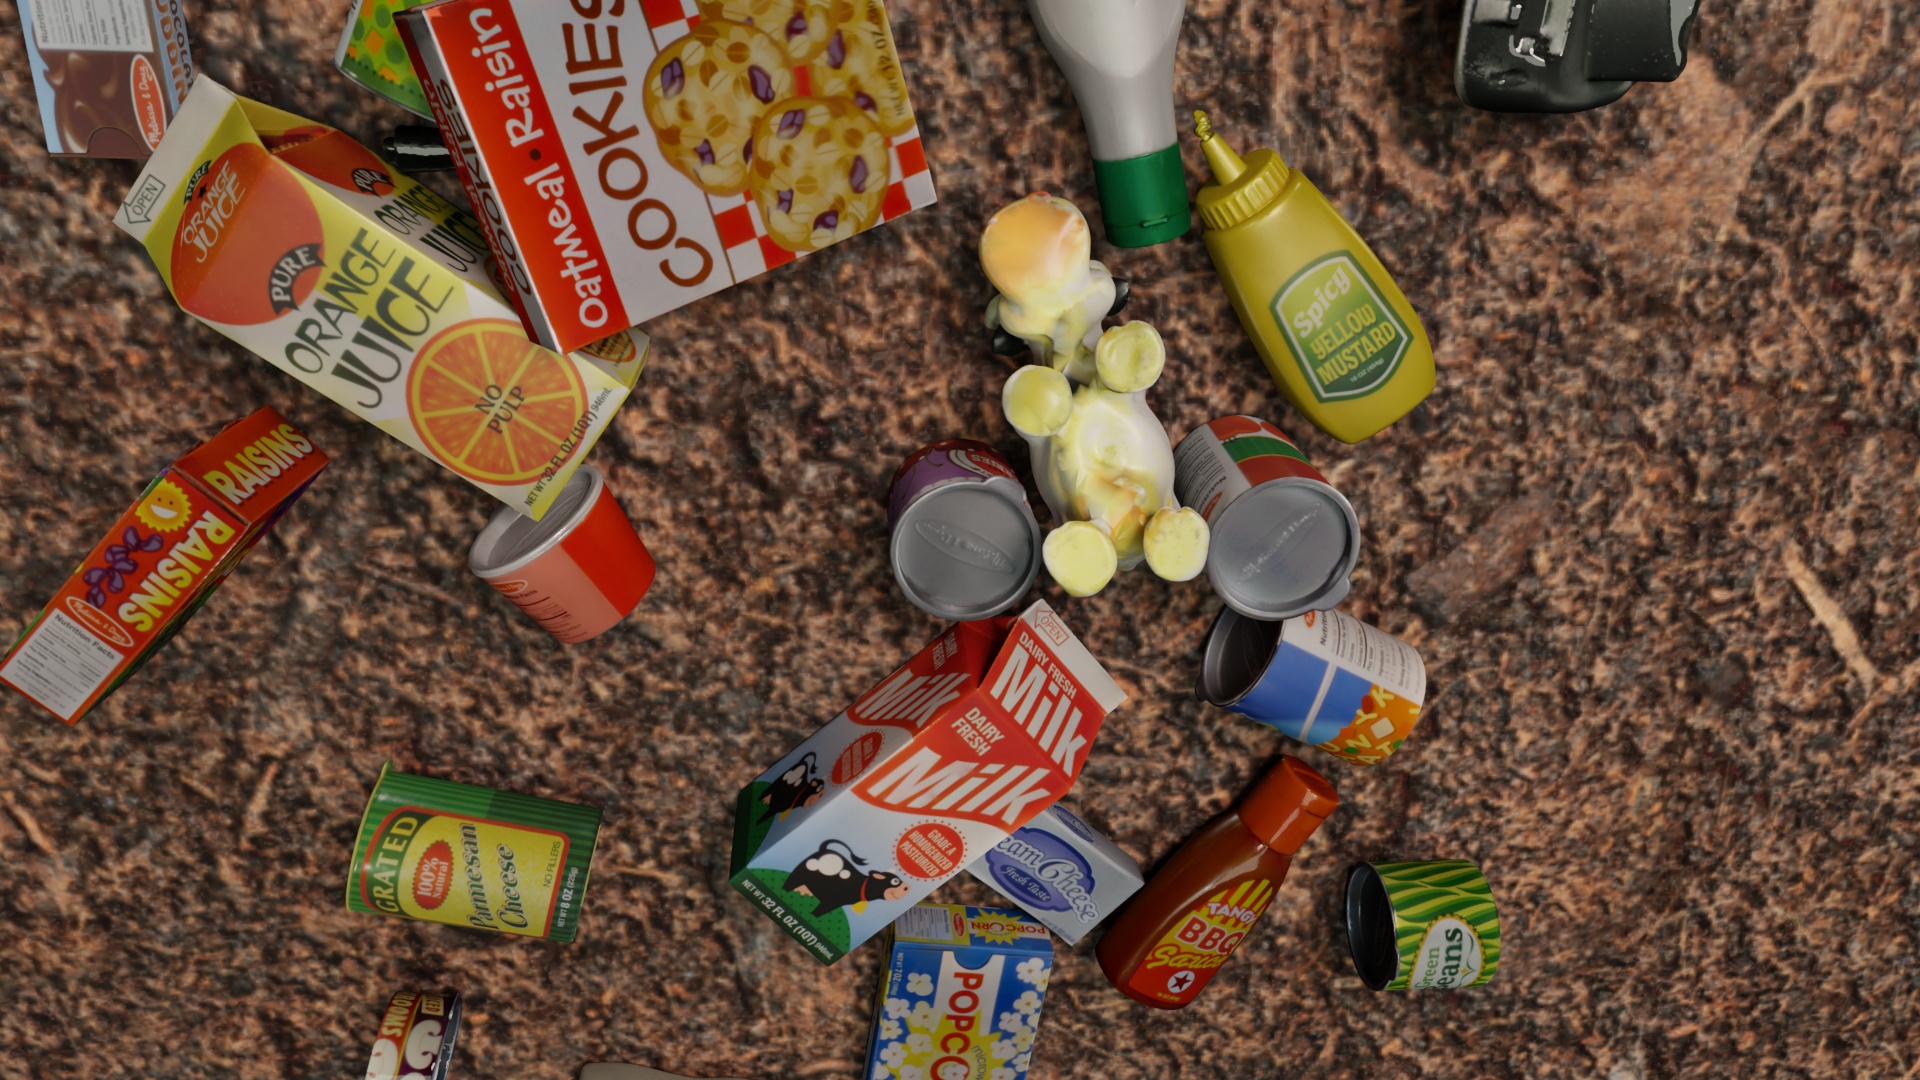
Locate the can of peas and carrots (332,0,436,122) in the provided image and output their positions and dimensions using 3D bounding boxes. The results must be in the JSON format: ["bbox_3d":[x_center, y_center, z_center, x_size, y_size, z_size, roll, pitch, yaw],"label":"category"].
[{"bbox_3d":[-0.188,-0.190,0.518,0.071,0.071,0.058,23,109,-15],"label":"can of peas and carrots"}]

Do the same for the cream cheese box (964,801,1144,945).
[{"bbox_3d":[0.040,0.162,0.717,0.103,0.024,0.053,39,104,-20],"label":"cream cheese box"}]

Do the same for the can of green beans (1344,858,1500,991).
[{"bbox_3d":[0.243,0.202,0.733,0.058,0.071,0.071,0,114,-6],"label":"can of green beans"}]

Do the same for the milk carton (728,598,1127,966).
[{"bbox_3d":[-0.015,0.108,0.661,0.190,0.074,0.072,-38,112,10],"label":"milk carton"}]

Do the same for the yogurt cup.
[{"bbox_3d":[-0.171,0.008,0.609,0.072,0.073,0.053,-29,121,7],"label":"yogurt cup"}]

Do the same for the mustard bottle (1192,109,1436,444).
[{"bbox_3d":[0.142,-0.115,0.594,0.065,0.049,0.160,-37,112,9],"label":"mustard bottle"}]

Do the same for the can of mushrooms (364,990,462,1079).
[{"bbox_3d":[-0.278,0.262,0.706,0.033,0.071,0.070,12,112,-10],"label":"can of mushrooms"}]

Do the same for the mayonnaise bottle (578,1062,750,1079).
[{"bbox_3d":[-0.137,0.323,0.760,0.148,0.041,0.064,9,110,-9],"label":"mayonnaise bottle"}]

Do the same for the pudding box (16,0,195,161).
[{"bbox_3d":[-0.323,-0.188,0.525,0.050,0.030,0.083,-1,114,-7],"label":"pudding box"}]

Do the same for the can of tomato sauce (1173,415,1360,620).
[{"bbox_3d":[0.133,-0.012,0.619,0.071,0.083,0.071,-2,114,-5],"label":"can of tomato sauce"}]

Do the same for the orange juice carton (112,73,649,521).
[{"bbox_3d":[-0.227,-0.097,0.551,0.192,0.073,0.071,34,107,-18],"label":"orange juice carton"}]

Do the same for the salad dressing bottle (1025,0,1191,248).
[{"bbox_3d":[0.063,-0.193,0.556,0.064,0.044,0.147,-14,115,1],"label":"salad dressing bottle"}]

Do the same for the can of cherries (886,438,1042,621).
[{"bbox_3d":[0.002,-0.008,0.622,0.071,0.058,0.071,-2,113,-4],"label":"can of cherries"}]

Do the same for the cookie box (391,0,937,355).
[{"bbox_3d":[-0.102,-0.158,0.517,0.168,0.040,0.122,-28,118,-24],"label":"cookie box"}]

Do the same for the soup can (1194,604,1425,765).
[{"bbox_3d":[0.167,0.065,0.666,0.084,0.071,0.071,25,109,-16],"label":"soup can"}]

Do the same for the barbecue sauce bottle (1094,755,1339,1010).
[{"bbox_3d":[0.136,0.177,0.722,0.065,0.044,0.148,25,109,-33],"label":"barbecue sauce bottle"}]

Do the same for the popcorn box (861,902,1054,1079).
[{"bbox_3d":[-0.004,0.257,0.747,0.085,0.038,0.126,7,113,-7],"label":"popcorn box"}]

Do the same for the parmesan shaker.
[{"bbox_3d":[-0.228,0.148,0.662,0.103,0.071,0.071,12,112,-11],"label":"parmesan shaker"}]

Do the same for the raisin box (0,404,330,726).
[{"bbox_3d":[-0.329,0.008,0.579,0.123,0.086,0.040,-43,106,13],"label":"raisin box"}]
